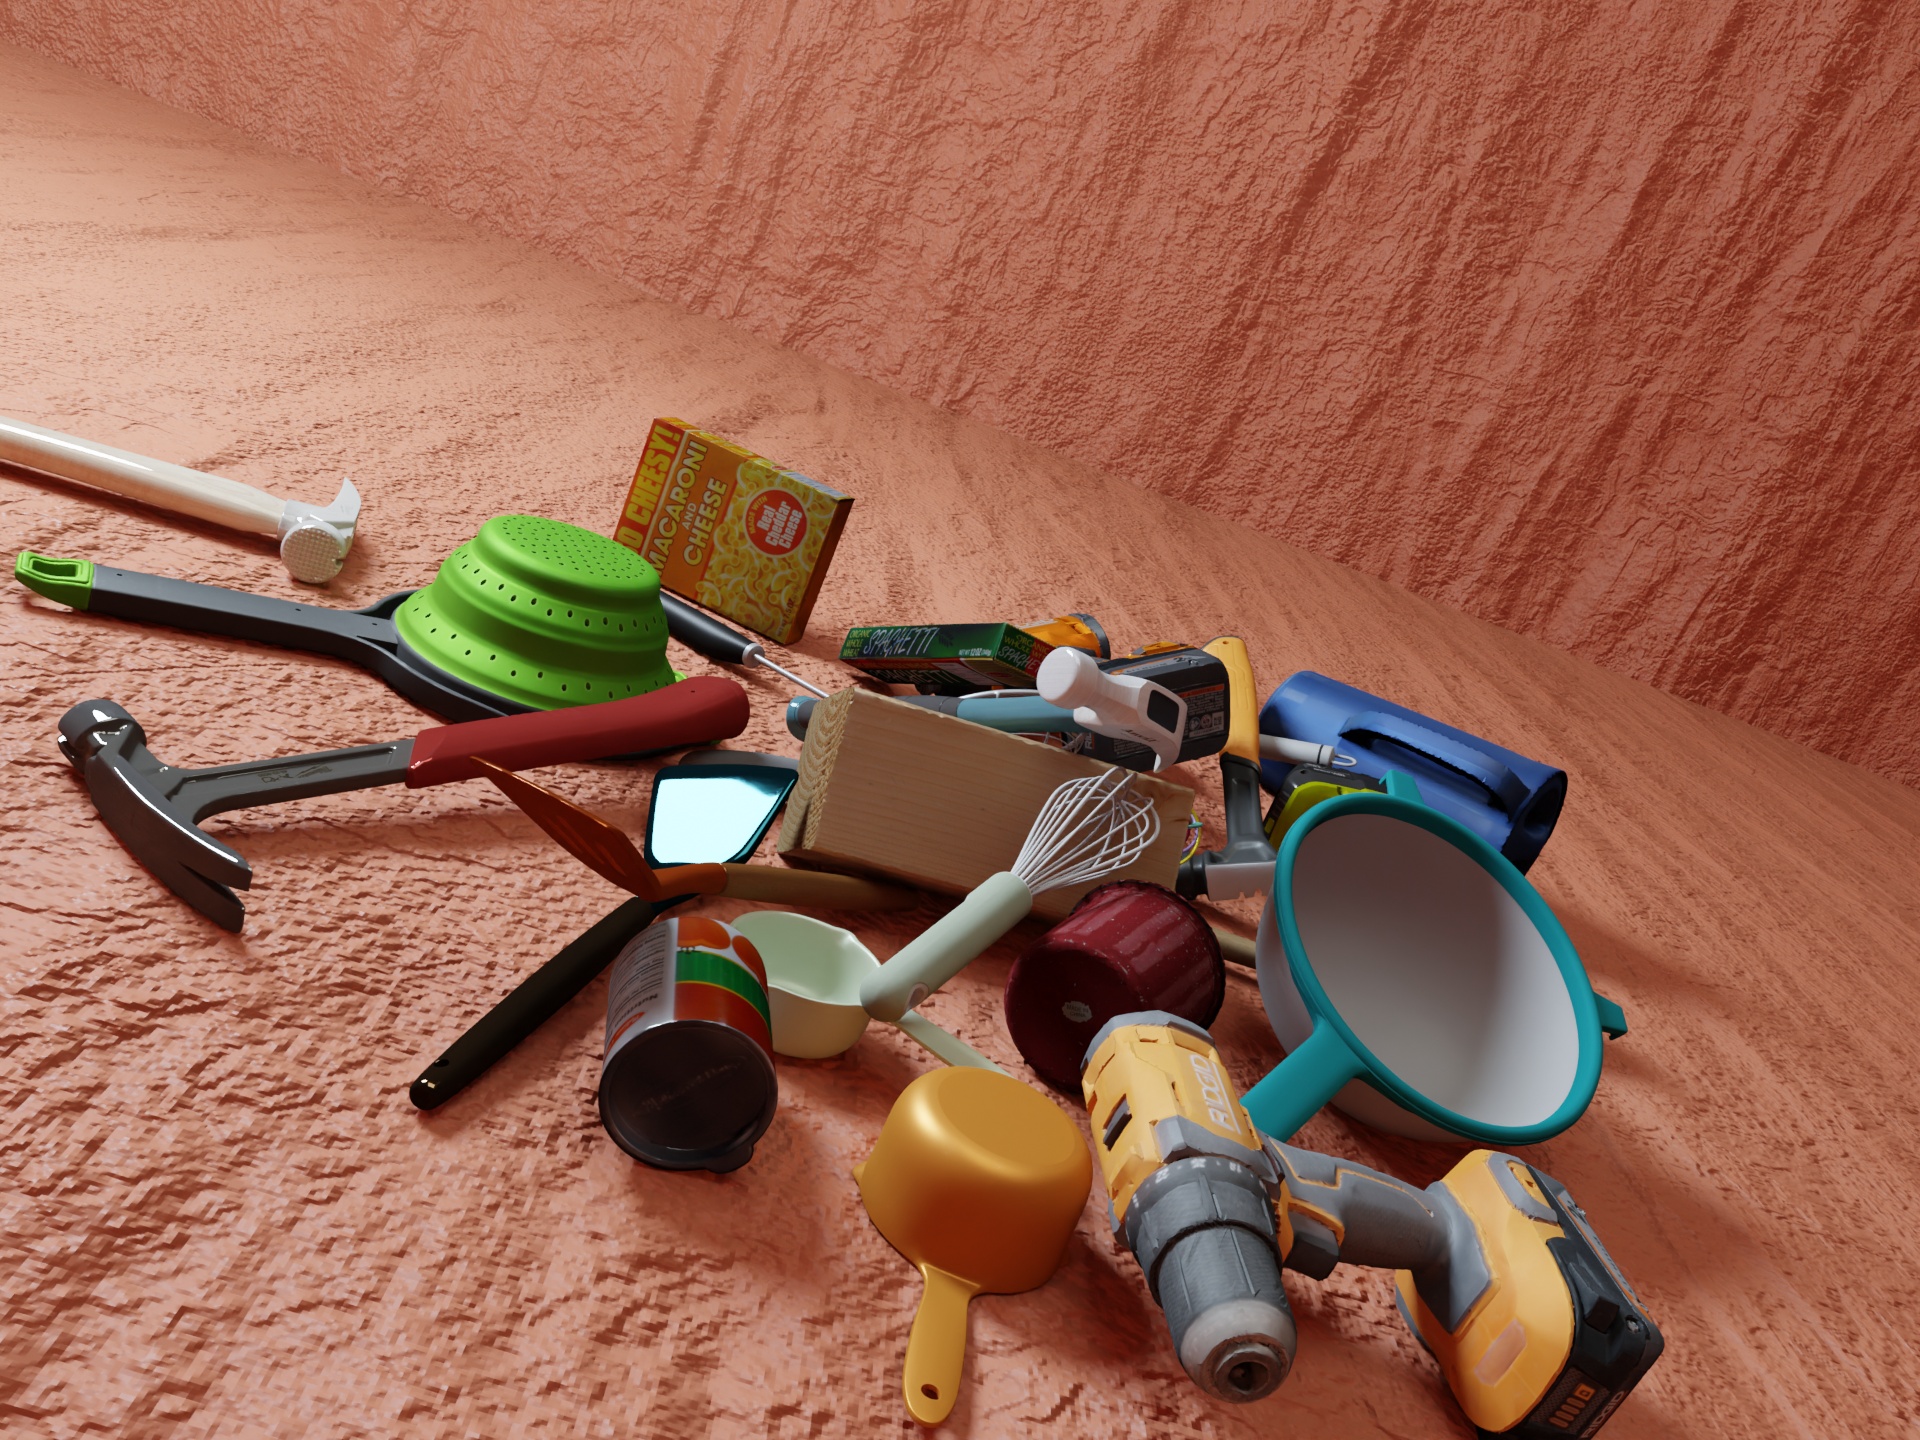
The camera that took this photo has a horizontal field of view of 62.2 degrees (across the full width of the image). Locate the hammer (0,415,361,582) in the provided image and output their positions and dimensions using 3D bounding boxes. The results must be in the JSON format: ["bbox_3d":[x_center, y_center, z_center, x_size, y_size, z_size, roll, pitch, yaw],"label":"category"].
[{"bbox_3d":[-0.588,-0.176,0.987,0.410,0.038,0.146,15,17,-20],"label":"hammer"}]

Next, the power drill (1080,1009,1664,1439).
[{"bbox_3d":[0.159,0.215,0.625,0.226,0.084,0.185,26,17,-13],"label":"power drill"}]

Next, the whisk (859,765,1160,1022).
[{"bbox_3d":[0.028,0.080,0.771,0.059,0.057,0.246,30,34,21],"label":"whisk"}]

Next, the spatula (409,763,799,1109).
[{"bbox_3d":[-0.159,0.086,0.720,0.082,0.044,0.317,1,15,13],"label":"spatula"}]

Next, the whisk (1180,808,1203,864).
[{"bbox_3d":[0.045,0.070,0.974,0.245,0.047,0.051,0,12,-25],"label":"whisk"}]

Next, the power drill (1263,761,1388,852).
[{"bbox_3d":[0.304,0.119,1.133,0.190,0.080,0.229,14,22,-20],"label":"power drill"}]

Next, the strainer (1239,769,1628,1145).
[{"bbox_3d":[0.199,0.172,0.841,0.340,0.095,0.211,-26,71,-42],"label":"strainer"}]

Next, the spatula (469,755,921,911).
[{"bbox_3d":[-0.097,0.067,0.742,0.081,0.041,0.322,22,2,29],"label":"spatula"}]

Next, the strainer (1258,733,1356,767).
[{"bbox_3d":[0.187,0.013,1.274,0.258,0.050,0.087,10,22,23],"label":"strainer"}]

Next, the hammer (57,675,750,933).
[{"bbox_3d":[-0.236,0.019,0.796,0.149,0.036,0.359,32,25,30],"label":"hammer"}]

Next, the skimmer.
[{"bbox_3d":[-0.083,-0.044,1.119,0.363,0.090,0.127,28,-13,24],"label":"skimmer"}]

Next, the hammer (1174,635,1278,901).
[{"bbox_3d":[0.215,0.022,1.179,0.127,0.034,0.337,-6,29,9],"label":"hammer"}]

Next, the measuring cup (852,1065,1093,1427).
[{"bbox_3d":[0.005,0.189,0.596,0.095,0.052,0.174,22,15,0],"label":"measuring cup"}]

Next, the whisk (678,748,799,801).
[{"bbox_3d":[-0.057,0.042,0.973,0.238,0.055,0.055,8,22,-26],"label":"whisk"}]

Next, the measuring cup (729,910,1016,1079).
[{"bbox_3d":[-0.038,0.143,0.711,0.168,0.038,0.083,30,19,17],"label":"measuring cup"}]

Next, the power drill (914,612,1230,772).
[{"bbox_3d":[0.077,-0.024,1.192,0.164,0.084,0.227,-12,19,-26],"label":"power drill"}]

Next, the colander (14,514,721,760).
[{"bbox_3d":[-0.316,-0.077,0.924,0.396,0.094,0.205,11,20,-32],"label":"colander"}]

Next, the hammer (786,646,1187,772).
[{"bbox_3d":[-0.001,-0.003,0.941,0.128,0.033,0.331,21,-14,-37],"label":"hammer"}]

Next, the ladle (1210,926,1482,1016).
[{"bbox_3d":[0.182,0.132,0.980,0.320,0.062,0.078,18,-9,-2],"label":"ladle"}]
